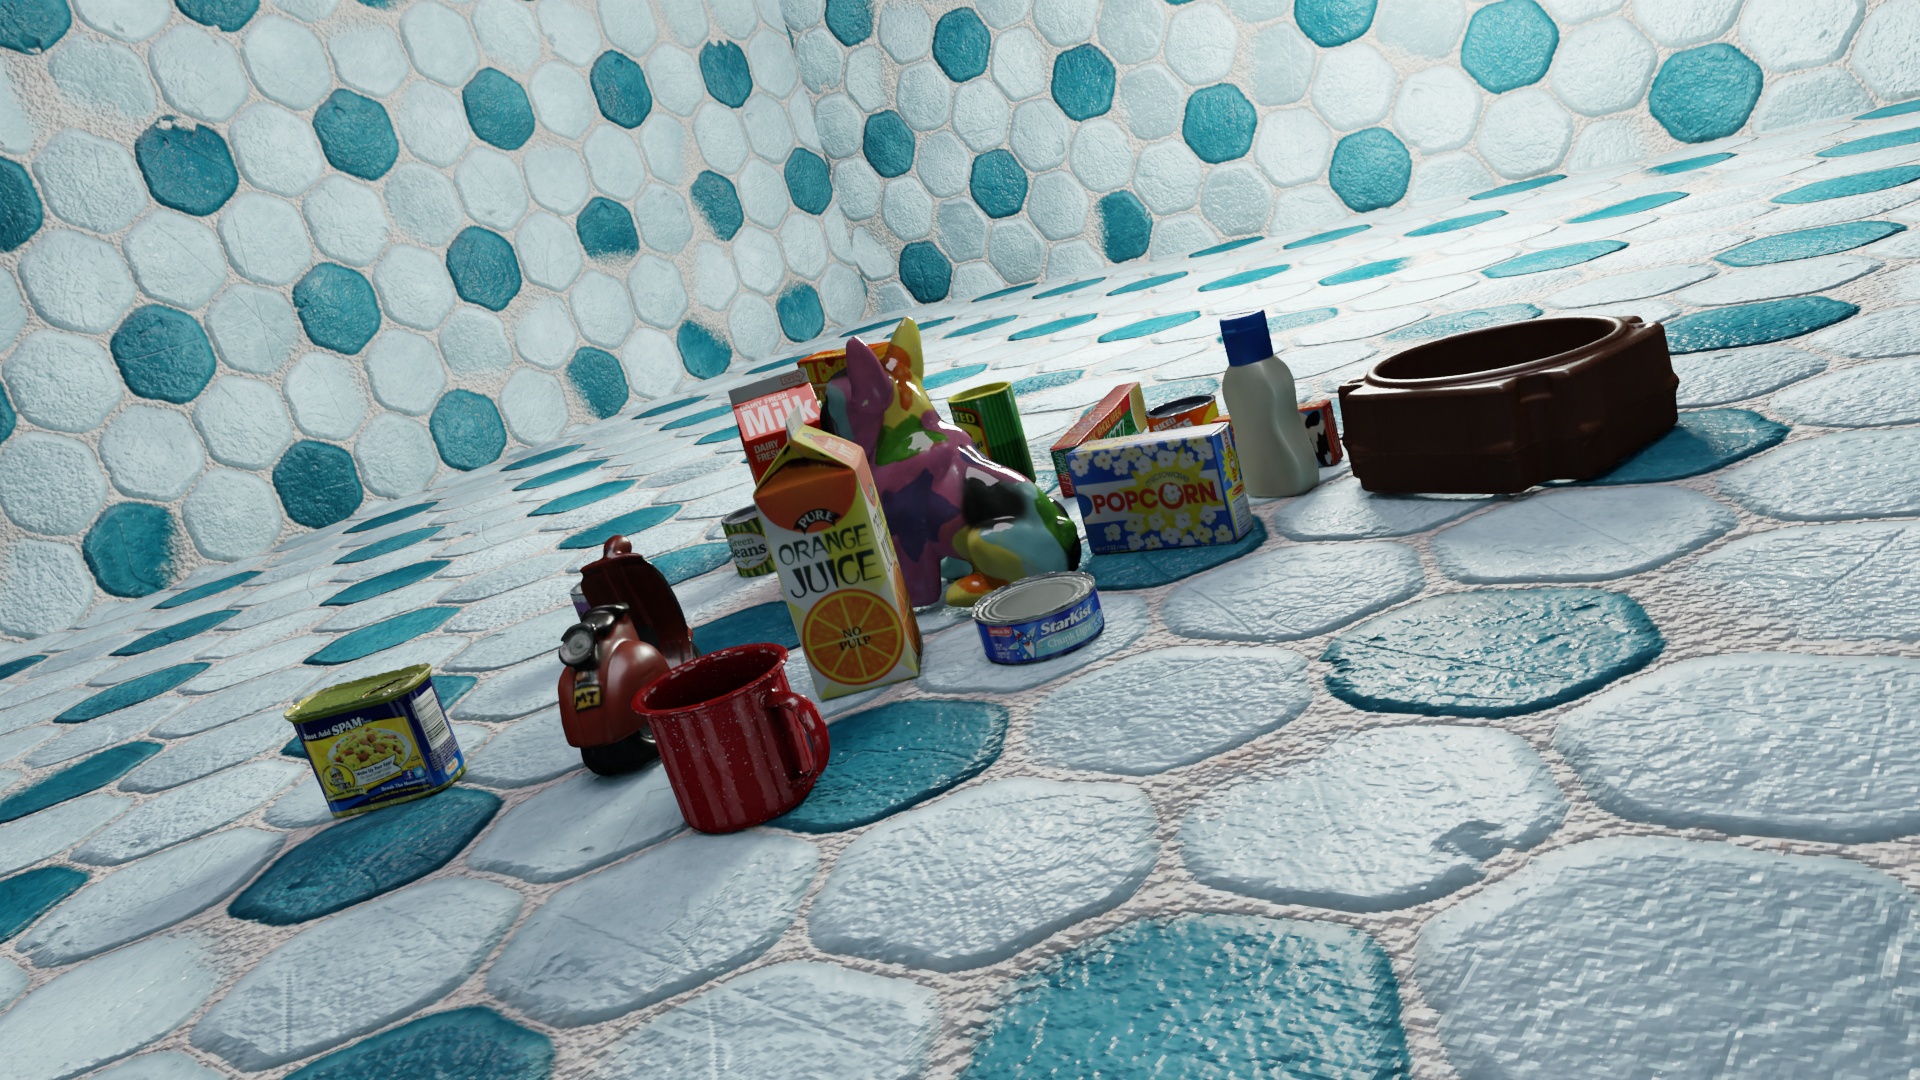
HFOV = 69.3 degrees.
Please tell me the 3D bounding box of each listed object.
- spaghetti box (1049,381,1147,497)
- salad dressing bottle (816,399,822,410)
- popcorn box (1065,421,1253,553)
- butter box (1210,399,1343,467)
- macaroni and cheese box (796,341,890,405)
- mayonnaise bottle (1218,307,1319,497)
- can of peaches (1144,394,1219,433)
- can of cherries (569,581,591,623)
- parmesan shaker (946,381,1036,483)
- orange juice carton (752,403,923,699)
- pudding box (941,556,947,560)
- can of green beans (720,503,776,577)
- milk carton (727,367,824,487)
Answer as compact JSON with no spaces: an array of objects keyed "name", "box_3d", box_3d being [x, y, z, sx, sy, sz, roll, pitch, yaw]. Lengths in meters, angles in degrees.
[{"name":"spaghetti box","box_3d":[0.142,-0.104,1.385,0.028,0.050,0.251,-10,16,24]},{"name":"salad dressing bottle","box_3d":[-0.128,-0.057,1.304,0.064,0.147,0.044,-16,14,2]},{"name":"popcorn box","box_3d":[0.152,-0.039,1.060,0.126,0.085,0.038,-6,17,35]},{"name":"butter box","box_3d":[0.267,-0.086,1.175,0.103,0.053,0.024,-5,18,37]},{"name":"macaroni and cheese box","box_3d":[-0.104,-0.123,1.487,0.040,0.166,0.123,-28,18,-39]},{"name":"mayonnaise bottle","box_3d":[0.239,-0.109,1.100,0.041,0.147,0.064,-27,17,-36]},{"name":"can of peaches","box_3d":[0.206,-0.096,1.269,0.071,0.058,0.071,-15,14,4]},{"name":"can of cherries","box_3d":[-0.308,0.061,1.237,0.071,0.058,0.072,-15,14,4]},{"name":"parmesan shaker","box_3d":[0.033,-0.099,1.378,0.071,0.102,0.071,-15,14,4]},{"name":"orange juice carton","box_3d":[-0.087,0.003,0.948,0.073,0.192,0.072,-15,14,5]},{"name":"pudding box","box_3d":[0.004,-0.015,1.202,0.030,0.049,0.084,-7,17,33]},{"name":"can of green beans","box_3d":[-0.193,-0.002,1.352,0.071,0.057,0.071,-15,14,4]},{"name":"milk carton","box_3d":[-0.140,-0.049,1.205,0.072,0.190,0.073,-19,14,-9]}]
